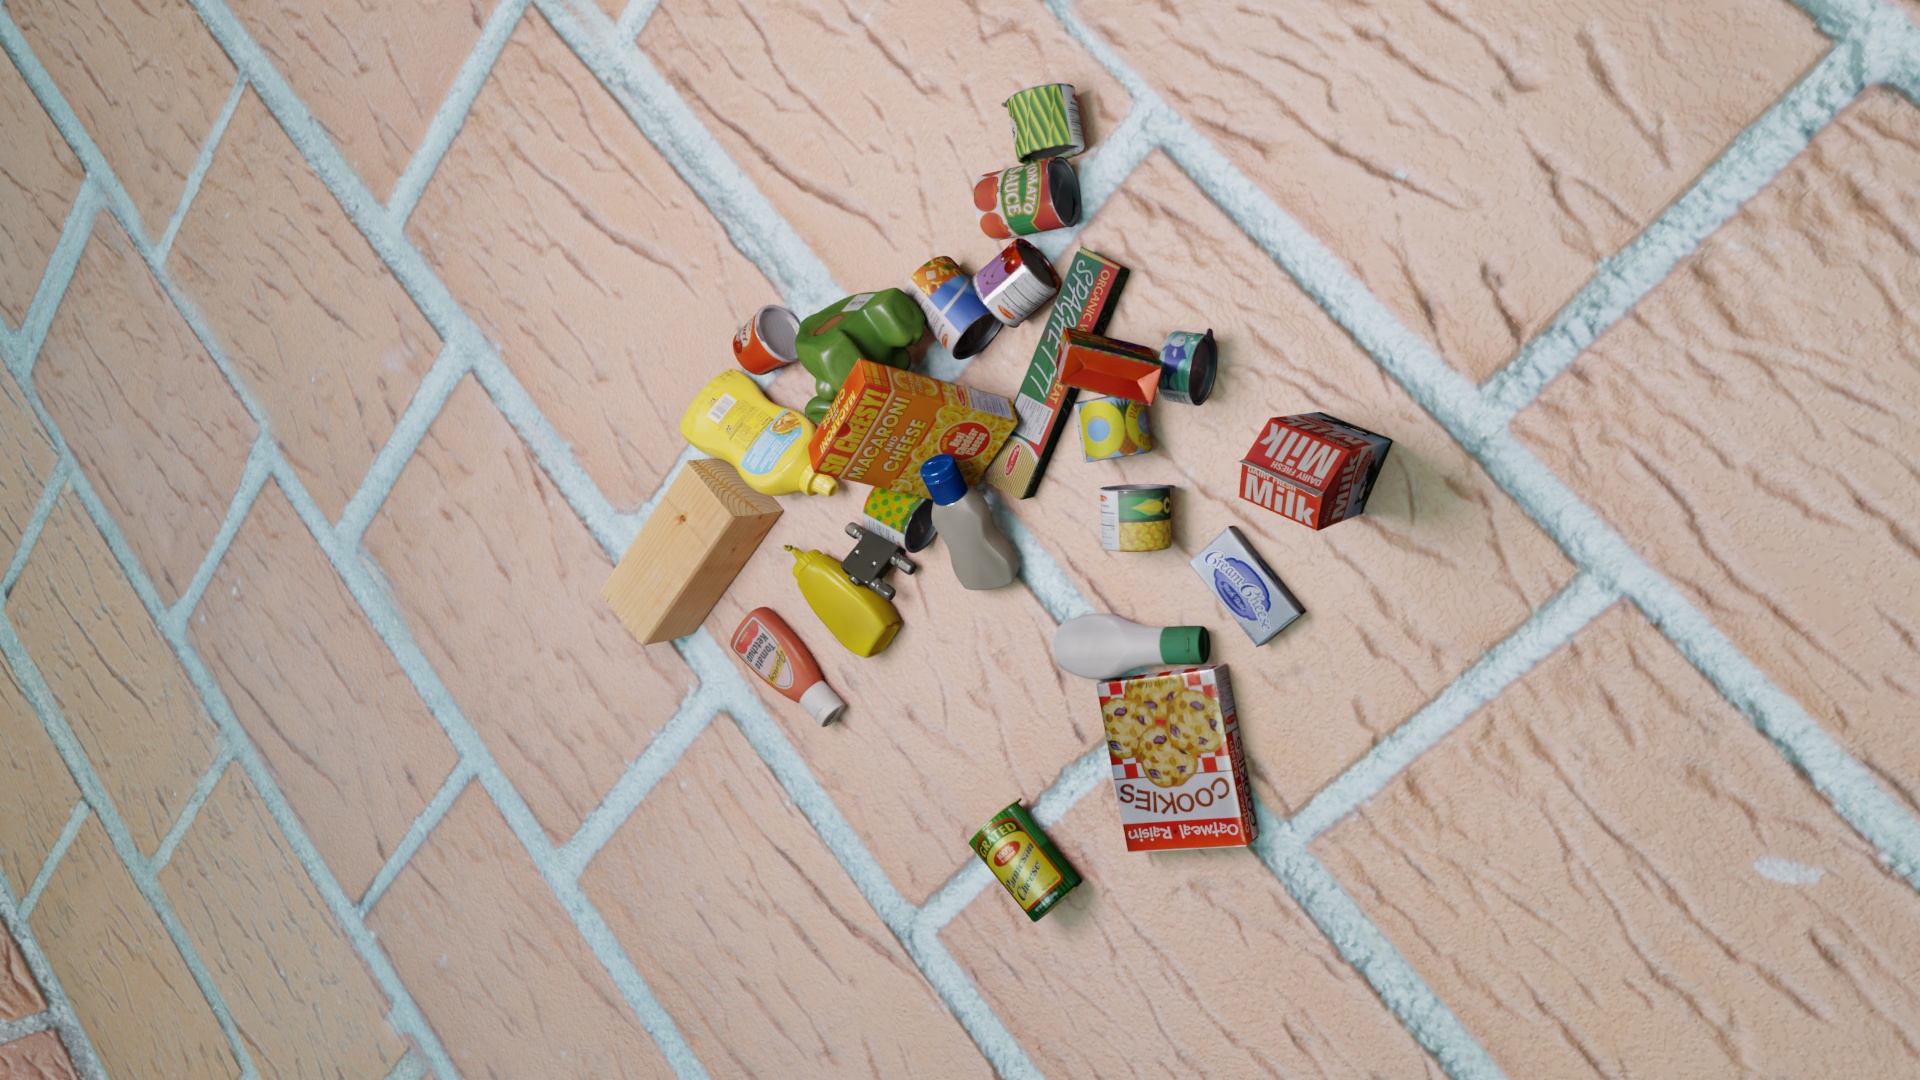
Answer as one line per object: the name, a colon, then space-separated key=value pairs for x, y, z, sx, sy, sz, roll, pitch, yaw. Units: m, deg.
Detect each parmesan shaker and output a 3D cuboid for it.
parmesan shaker: x=0.068 y=0.322 z=1.399 sx=0.103 sy=0.071 sz=0.071 roll=48 pitch=116 yaw=17

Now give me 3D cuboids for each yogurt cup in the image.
yogurt cup: x=-0.209 y=-0.214 z=1.504 sx=0.053 sy=0.072 sz=0.072 roll=-27 pitch=82 yaw=38

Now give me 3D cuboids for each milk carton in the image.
milk carton: x=0.292 y=-0.059 z=1.153 sx=0.072 sy=0.191 sz=0.073 roll=26 pitch=109 yaw=25

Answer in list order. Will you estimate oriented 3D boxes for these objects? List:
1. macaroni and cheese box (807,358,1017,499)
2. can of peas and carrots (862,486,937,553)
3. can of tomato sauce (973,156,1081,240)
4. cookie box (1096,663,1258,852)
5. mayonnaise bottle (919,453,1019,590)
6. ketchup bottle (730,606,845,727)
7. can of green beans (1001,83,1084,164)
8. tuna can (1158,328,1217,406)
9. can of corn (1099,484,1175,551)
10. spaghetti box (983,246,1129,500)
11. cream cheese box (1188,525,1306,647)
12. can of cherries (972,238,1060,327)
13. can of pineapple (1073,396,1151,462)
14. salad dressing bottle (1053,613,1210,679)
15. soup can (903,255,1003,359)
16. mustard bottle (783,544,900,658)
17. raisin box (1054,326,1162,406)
macaroni and cheese box: x=-0.047 y=-0.102 z=1.351 sx=0.123 sy=0.166 sz=0.040 roll=-55 pitch=36 yaw=37
can of peas and carrots: x=-0.058 y=-0.030 z=1.435 sx=0.059 sy=0.071 sz=0.070 roll=27 pitch=109 yaw=26
can of tomato sauce: x=0.063 y=-0.326 z=1.328 sx=0.083 sy=0.071 sz=0.071 roll=-4 pitch=94 yaw=31
cookie box: x=0.206 y=0.208 z=1.321 sx=0.123 sy=0.040 sz=0.167 roll=-11 pitch=89 yaw=31
mayonnaise bottle: x=0.005 y=-0.017 z=1.371 sx=0.064 sy=0.041 sz=0.147 roll=-8 pitch=125 yaw=27
ketchup bottle: x=-0.189 y=0.143 z=1.542 sx=0.149 sy=0.043 sz=0.064 roll=43 pitch=114 yaw=19
can of green beans: x=0.080 y=-0.393 z=1.313 sx=0.071 sy=0.071 sz=0.058 roll=-9 pitch=92 yaw=31
tuna can: x=0.207 y=-0.160 z=1.264 sx=0.033 sy=0.071 sz=0.071 roll=12 pitch=102 yaw=29
can of corn: x=0.167 y=-0.022 z=1.304 sx=0.071 sy=0.071 sz=0.058 roll=1 pitch=97 yaw=30
spaghetti box: x=0.092 y=-0.160 z=1.353 sx=0.050 sy=0.029 sz=0.249 roll=31 pitch=110 yaw=24
cream cheese box: x=0.263 y=0.042 z=1.278 sx=0.053 sy=0.024 sz=0.104 roll=-44 pitch=73 yaw=26
can of cherries: x=0.054 y=-0.251 z=1.345 sx=0.058 sy=0.071 sz=0.071 roll=-38 pitch=76 yaw=28
can of pineapple: x=0.145 y=-0.107 z=1.307 sx=0.071 sy=0.071 sz=0.058 roll=-9 pitch=92 yaw=31
salad dressing bottle: x=0.164 y=0.101 z=1.332 sx=0.147 sy=0.044 sz=0.064 roll=-3 pitch=83 yaw=29
soup can: x=-0.005 y=-0.233 z=1.383 sx=0.084 sy=0.071 sz=0.071 roll=49 pitch=117 yaw=17
mustard bottle: x=-0.135 y=0.055 z=1.498 sx=0.160 sy=0.049 sz=0.065 roll=45 pitch=115 yaw=19
raisin box: x=0.132 y=-0.159 z=1.259 sx=0.086 sy=0.124 sz=0.040 roll=13 pitch=106 yaw=-2
